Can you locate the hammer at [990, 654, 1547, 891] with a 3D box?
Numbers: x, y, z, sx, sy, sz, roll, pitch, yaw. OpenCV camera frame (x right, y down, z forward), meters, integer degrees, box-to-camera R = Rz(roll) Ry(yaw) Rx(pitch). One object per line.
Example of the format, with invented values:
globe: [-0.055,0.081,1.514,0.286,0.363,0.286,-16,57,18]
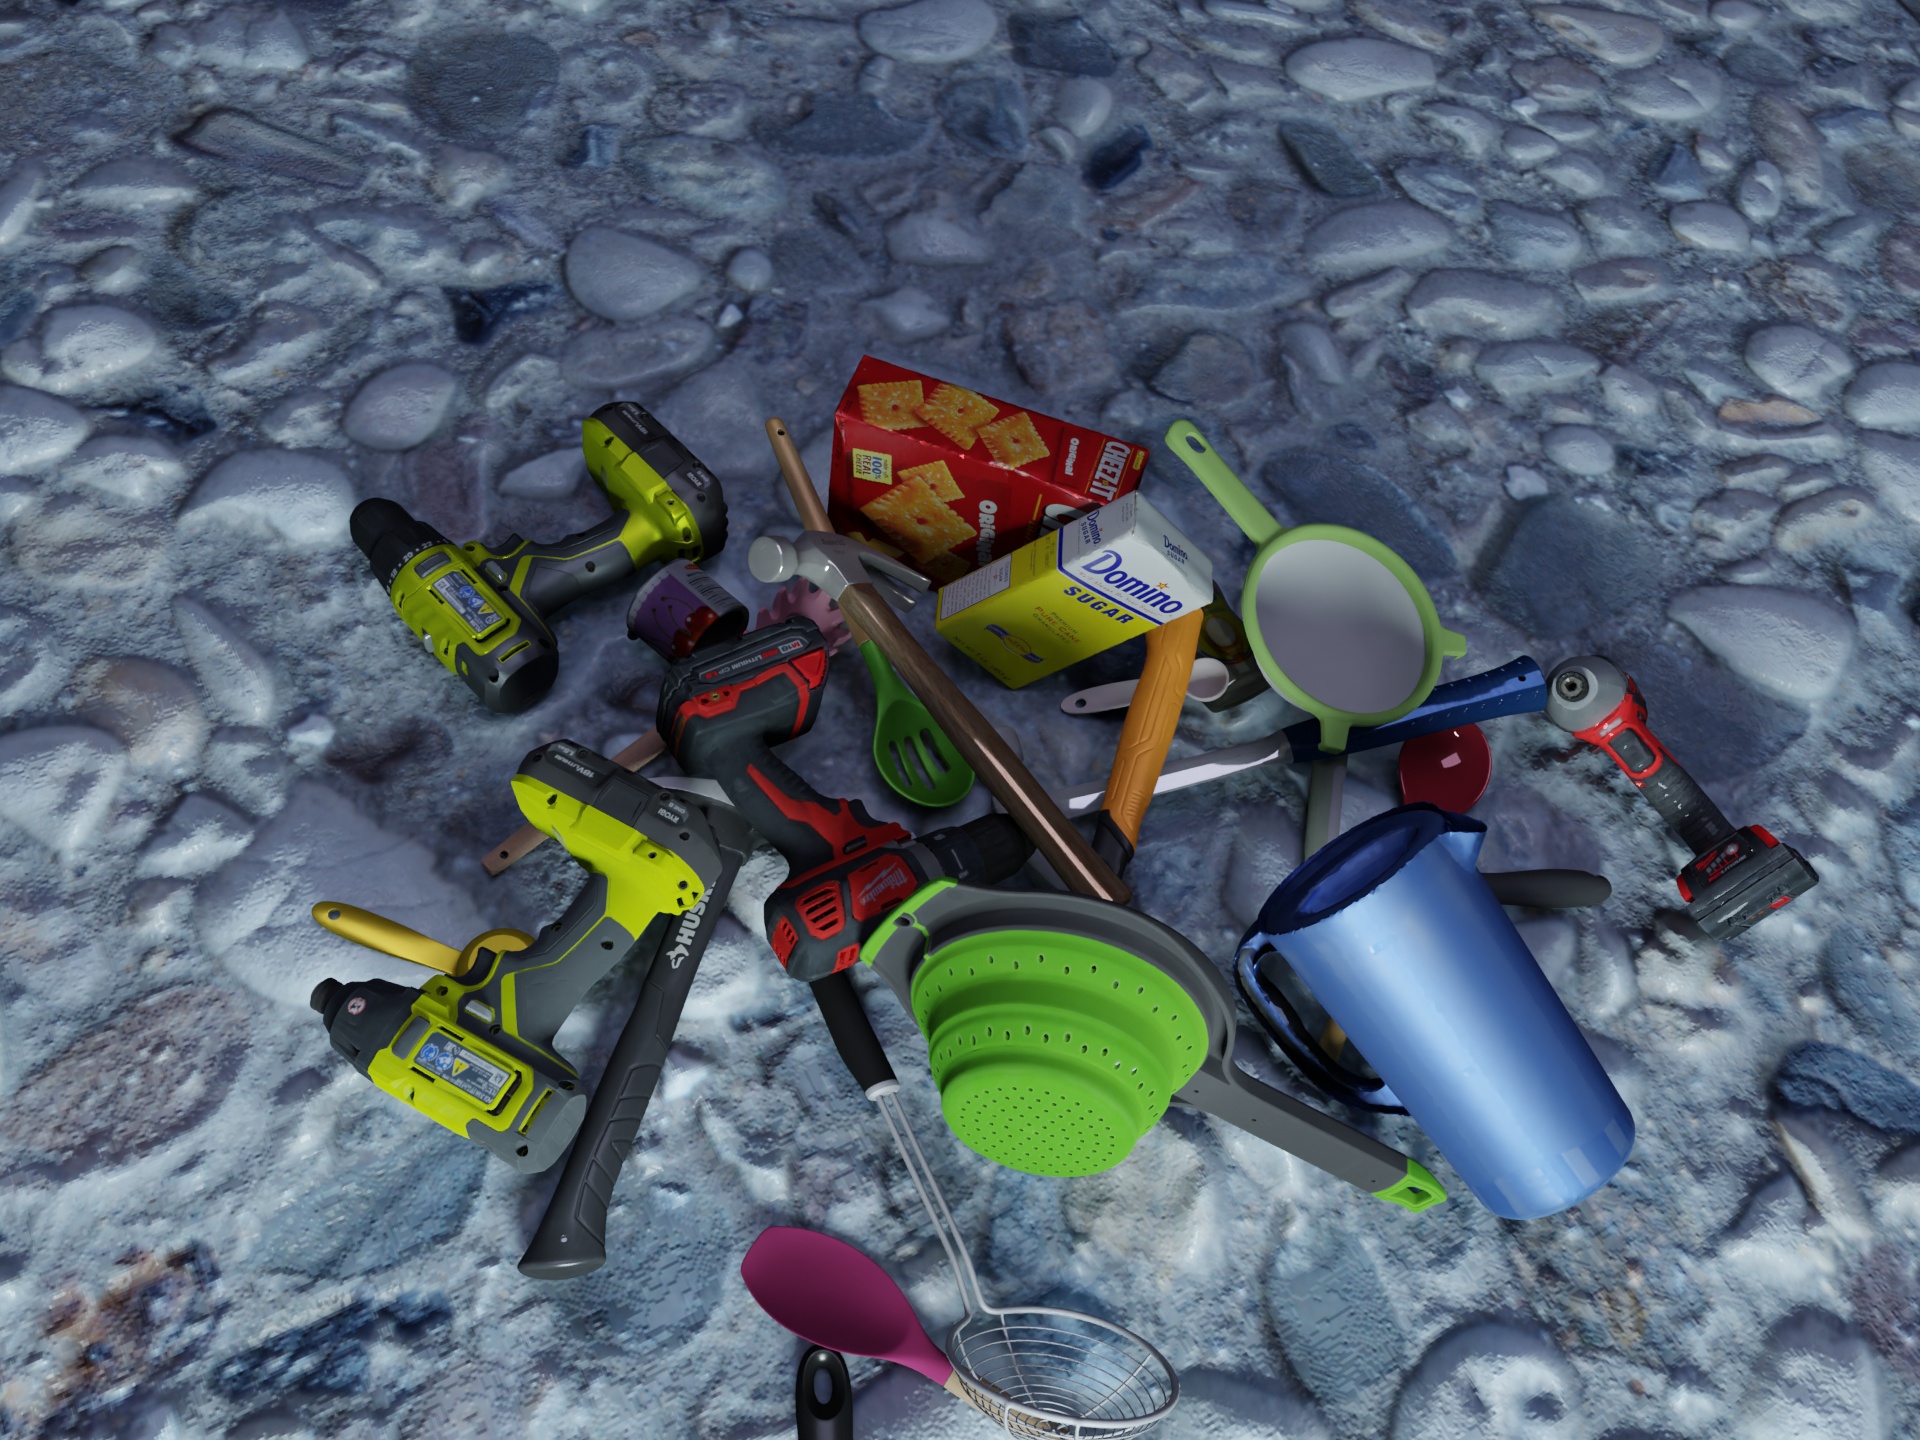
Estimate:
hammer: [0.221,0.026,1.118,0.405,0.035,0.144,-14,62,-7]

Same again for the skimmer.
skimmer: [-0.004,0.253,0.930,0.127,0.090,0.364,4,46,-45]

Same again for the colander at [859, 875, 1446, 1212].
colander: [0.120,0.232,0.926,0.397,0.204,0.095,29,46,-13]

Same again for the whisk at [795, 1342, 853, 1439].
whisk: [-0.062,0.469,0.809,0.073,0.073,0.296,0,51,-10]

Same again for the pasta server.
pasta server: [-0.197,0.003,1.092,0.316,0.040,0.060,-40,90,-28]

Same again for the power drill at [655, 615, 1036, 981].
power drill: [-0.075,0.044,1.028,0.188,0.080,0.227,-22,64,-29]

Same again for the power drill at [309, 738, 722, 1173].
power drill: [-0.258,0.130,0.941,0.171,0.080,0.223,26,64,12]

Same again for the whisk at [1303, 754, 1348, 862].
whisk: [0.274,0.010,1.169,0.059,0.057,0.246,-10,54,34]

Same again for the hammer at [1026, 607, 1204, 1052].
hammer: [0.118,0.058,1.060,0.127,0.034,0.337,14,61,9]

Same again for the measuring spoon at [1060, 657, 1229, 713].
measuring spoon: [0.135,-0.019,1.162,0.124,0.018,0.034,-10,60,11]

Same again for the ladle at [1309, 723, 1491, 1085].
ladle: [0.302,0.121,1.113,0.069,0.031,0.315,30,59,3]

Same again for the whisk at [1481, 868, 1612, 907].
whisk: [0.359,0.116,1.098,0.239,0.055,0.055,2,56,-24]

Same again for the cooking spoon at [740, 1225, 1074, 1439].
cooking spoon: [0.016,0.383,0.896,0.319,0.017,0.069,30,36,8]

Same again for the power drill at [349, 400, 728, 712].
power drill: [-0.301,-0.131,1.138,0.228,0.080,0.191,-38,71,-25]

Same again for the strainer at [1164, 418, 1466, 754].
strainer: [0.219,-0.097,1.108,0.151,0.069,0.256,-34,80,-27]

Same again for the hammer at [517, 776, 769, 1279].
hammer: [-0.193,0.179,0.982,0.146,0.035,0.335,18,57,1]

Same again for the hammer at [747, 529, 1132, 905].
hammer: [-0.002,-0.003,1.041,0.331,0.031,0.130,50,30,19]

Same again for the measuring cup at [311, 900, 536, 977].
measuring cup: [-0.329,0.139,0.984,0.156,0.029,0.062,20,56,0]

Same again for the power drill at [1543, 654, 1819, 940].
power drill: [0.501,0.045,1.134,0.143,0.078,0.220,13,40,-57]

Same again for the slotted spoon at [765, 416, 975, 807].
slotted spoon: [-0.074,-0.078,1.131,0.070,0.031,0.314,-19,78,-25]
